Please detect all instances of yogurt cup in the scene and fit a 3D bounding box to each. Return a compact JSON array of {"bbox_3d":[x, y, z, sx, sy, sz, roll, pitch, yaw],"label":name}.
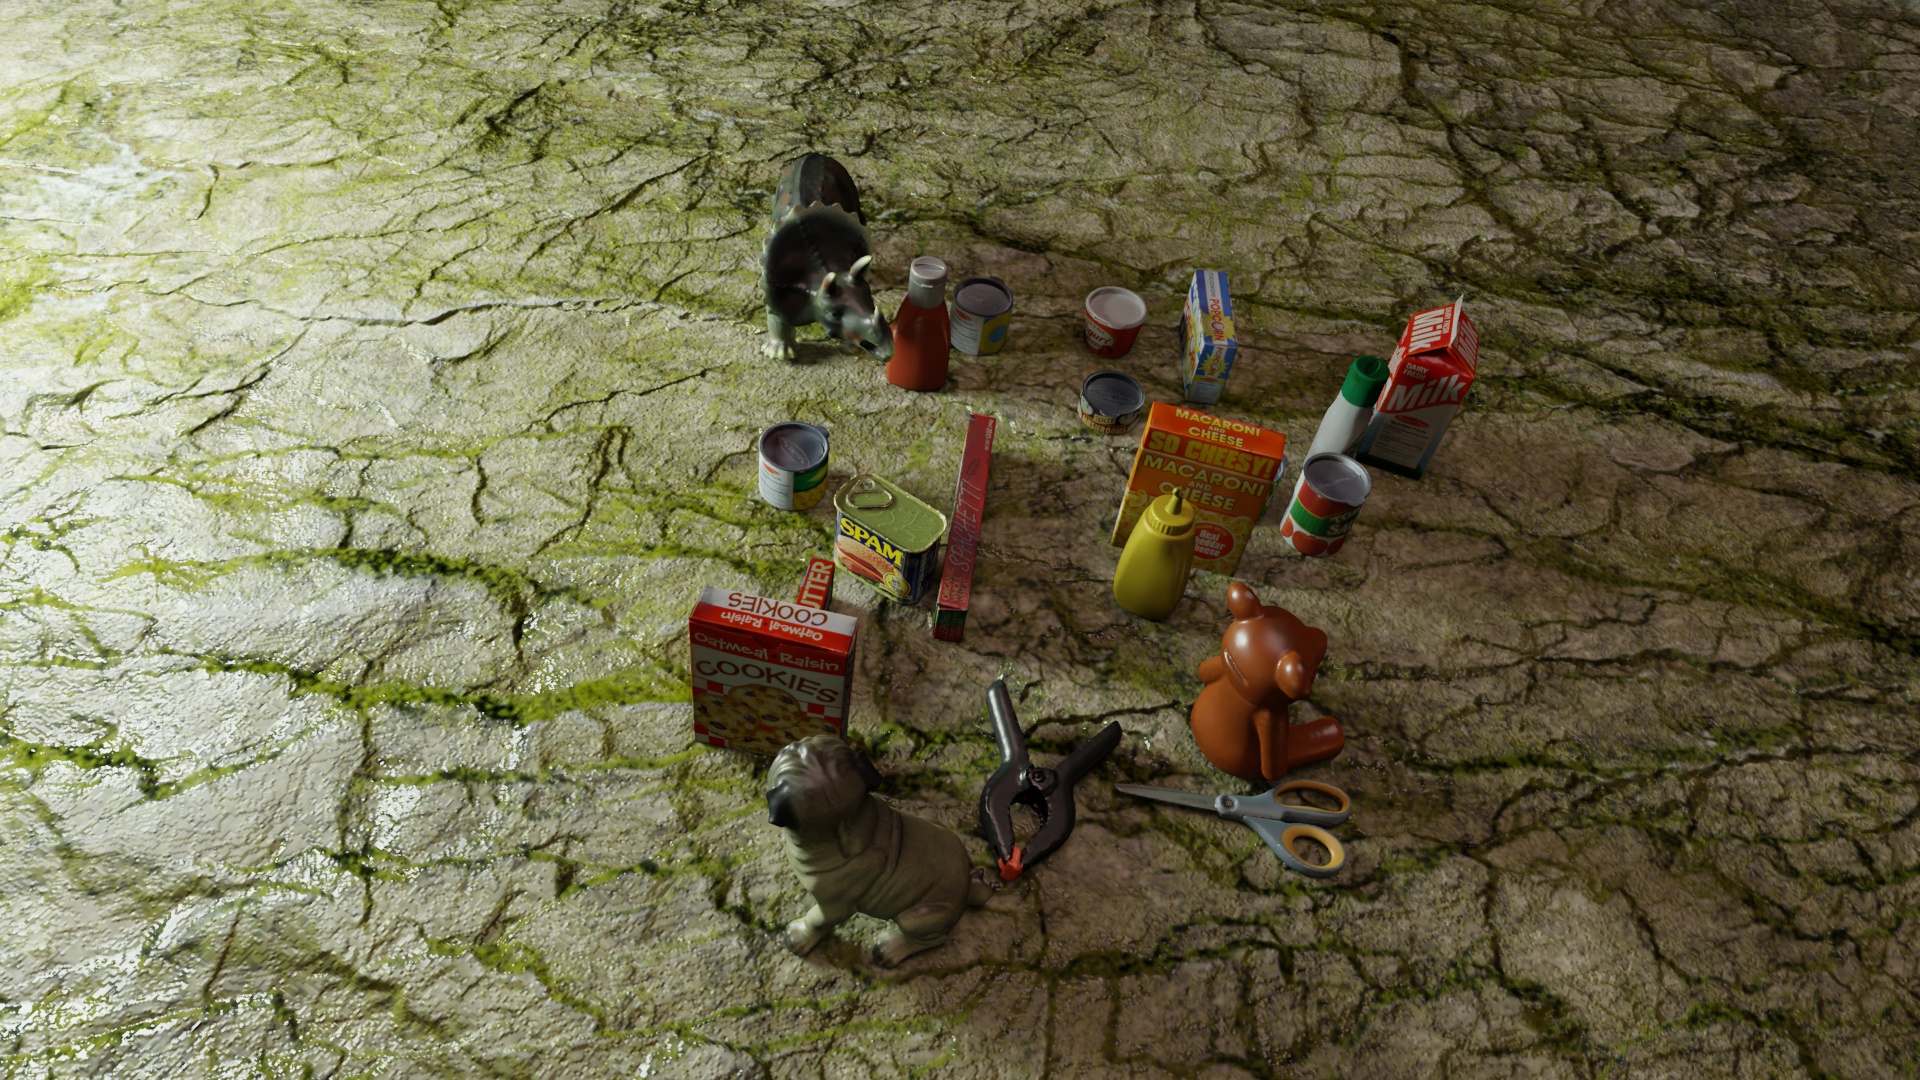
[{"bbox_3d":[0.167,-0.238,1.524,0.072,0.053,0.073,5,49,-5],"label":"yogurt cup"}]

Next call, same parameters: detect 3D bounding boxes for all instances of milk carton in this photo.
[{"bbox_3d":[0.471,-0.158,1.414,0.073,0.189,0.073,19,49,7],"label":"milk carton"}]

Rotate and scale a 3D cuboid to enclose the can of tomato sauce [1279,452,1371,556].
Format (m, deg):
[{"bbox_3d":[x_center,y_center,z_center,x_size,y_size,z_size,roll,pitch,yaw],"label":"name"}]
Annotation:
[{"bbox_3d":[0.357,-0.033,1.358,0.071,0.082,0.071,5,49,-5],"label":"can of tomato sauce"}]

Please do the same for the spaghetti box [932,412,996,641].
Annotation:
[{"bbox_3d":[0.005,-0.016,1.309,0.029,0.049,0.251,10,49,-1],"label":"spaghetti box"}]

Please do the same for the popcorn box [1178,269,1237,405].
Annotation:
[{"bbox_3d":[0.267,-0.221,1.505,0.038,0.084,0.127,6,49,-4],"label":"popcorn box"}]

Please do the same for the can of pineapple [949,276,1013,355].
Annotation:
[{"bbox_3d":[0.022,-0.243,1.503,0.071,0.057,0.071,5,49,-5],"label":"can of pineapple"}]

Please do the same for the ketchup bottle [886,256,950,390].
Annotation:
[{"bbox_3d":[-0.039,-0.219,1.412,0.065,0.148,0.044,5,49,-4],"label":"ketchup bottle"}]

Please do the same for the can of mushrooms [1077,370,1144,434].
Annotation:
[{"bbox_3d":[0.157,-0.143,1.454,0.071,0.033,0.071,5,49,-5],"label":"can of mushrooms"}]

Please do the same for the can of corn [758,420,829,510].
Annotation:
[{"bbox_3d":[-0.157,-0.072,1.326,0.071,0.058,0.071,5,49,-5],"label":"can of corn"}]

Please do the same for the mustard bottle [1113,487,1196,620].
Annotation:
[{"bbox_3d":[0.181,0.006,1.246,0.065,0.159,0.049,22,50,10],"label":"mustard bottle"}]

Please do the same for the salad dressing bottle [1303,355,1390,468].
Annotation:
[{"bbox_3d":[0.388,-0.120,1.395,0.044,0.146,0.064,33,53,19],"label":"salad dressing bottle"}]

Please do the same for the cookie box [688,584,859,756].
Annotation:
[{"bbox_3d":[-0.148,0.112,1.096,0.123,0.166,0.040,12,49,1],"label":"cookie box"}]

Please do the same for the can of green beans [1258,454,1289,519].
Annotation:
[{"bbox_3d":[0.284,-0.060,1.387,0.071,0.057,0.071,5,49,-5],"label":"can of green beans"}]

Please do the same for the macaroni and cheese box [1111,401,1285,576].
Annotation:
[{"bbox_3d":[0.218,-0.046,1.292,0.124,0.165,0.040,15,49,4],"label":"macaroni and cheese box"}]

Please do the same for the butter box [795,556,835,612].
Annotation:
[{"bbox_3d":[-0.133,0.070,1.211,0.024,0.052,0.104,12,49,2],"label":"butter box"}]
